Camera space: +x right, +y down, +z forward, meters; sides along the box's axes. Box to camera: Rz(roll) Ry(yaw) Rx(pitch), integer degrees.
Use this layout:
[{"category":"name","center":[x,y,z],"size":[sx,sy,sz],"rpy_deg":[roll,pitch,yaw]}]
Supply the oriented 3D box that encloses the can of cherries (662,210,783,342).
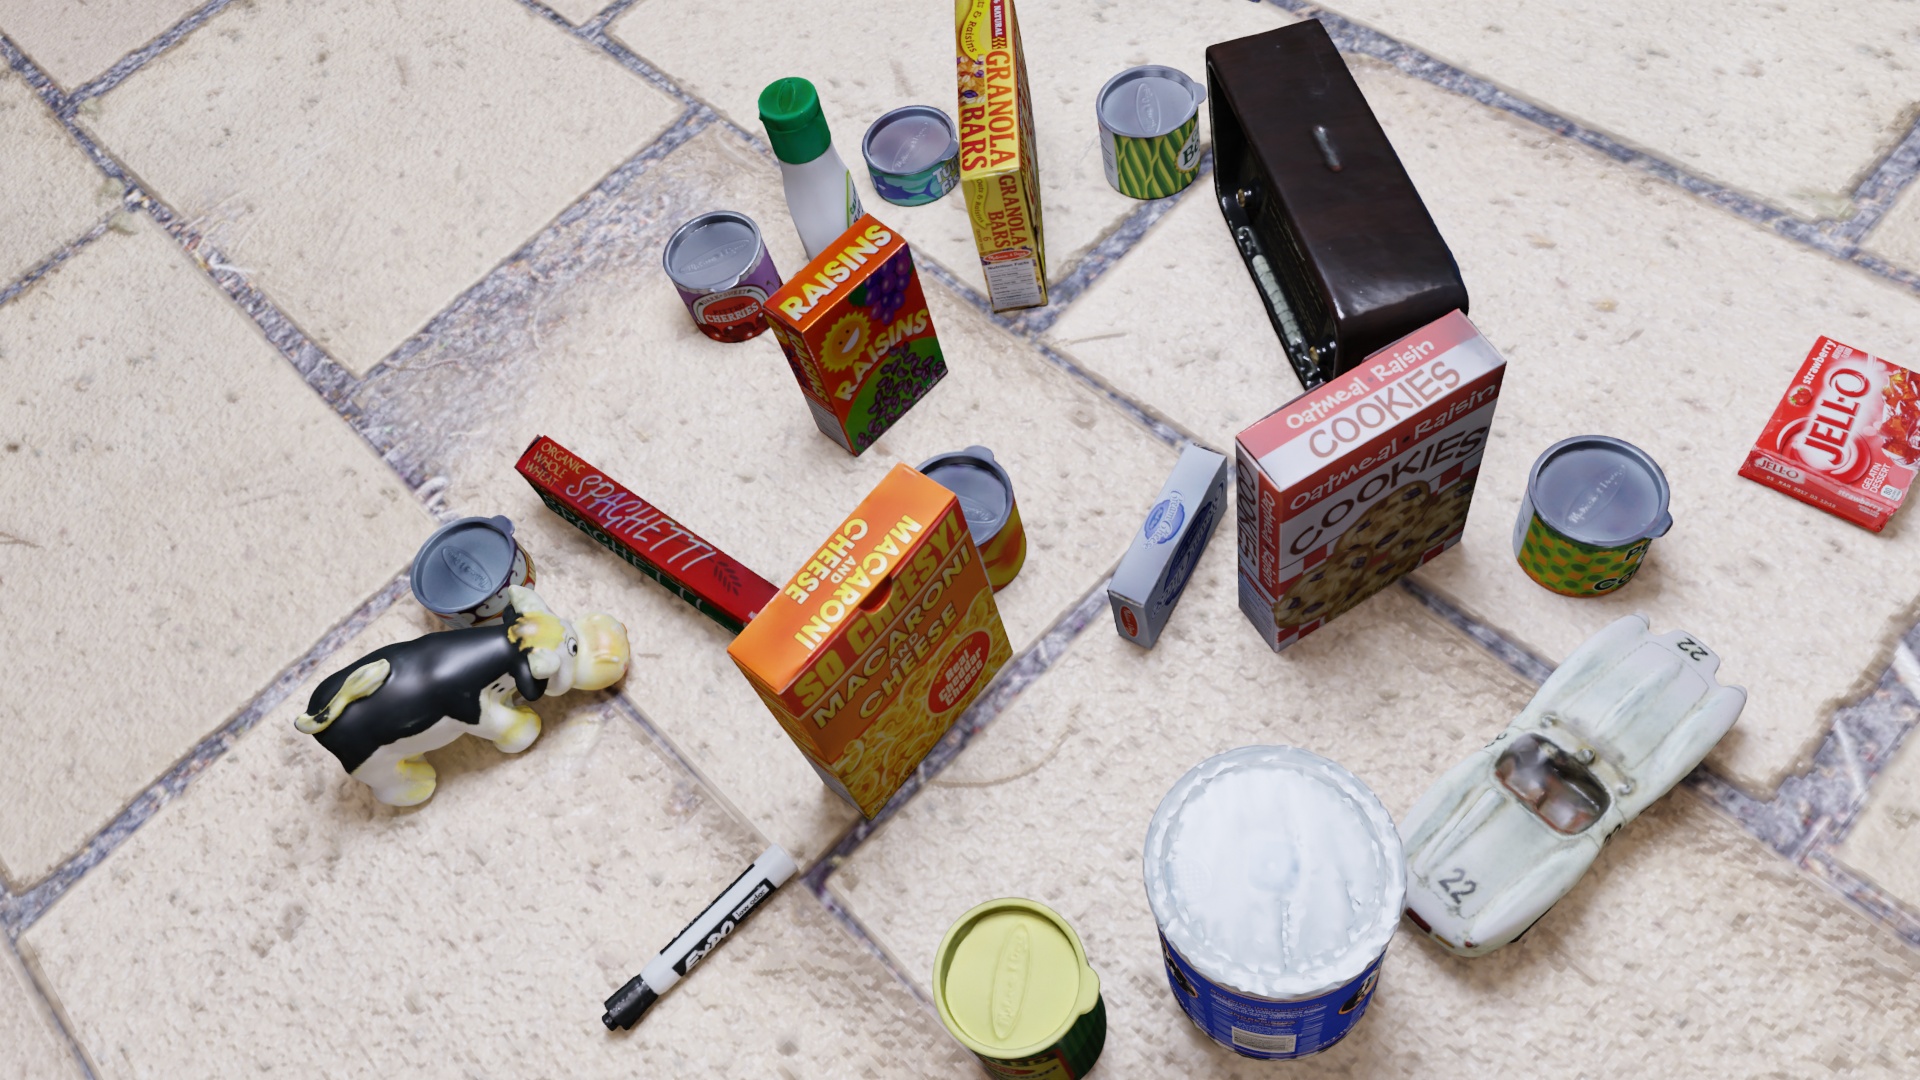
[{"category":"can of cherries","center":[-0.154,-0.171,0.914],"size":[0.071,0.058,0.072],"rpy_deg":[-5,59,9]}]

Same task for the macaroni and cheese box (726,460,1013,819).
[{"category":"macaroni and cheese box","center":[-0.037,0.055,0.691],"size":[0.040,0.165,0.124],"rpy_deg":[33,71,26]}]

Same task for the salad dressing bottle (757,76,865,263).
[{"category":"salad dressing bottle","center":[-0.090,-0.225,0.880],"size":[0.044,0.147,0.064],"rpy_deg":[-5,59,9]}]

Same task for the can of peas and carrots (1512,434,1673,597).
[{"category":"can of peas and carrots","center":[0.327,-0.011,0.718],"size":[0.071,0.058,0.071],"rpy_deg":[-5,59,9]}]

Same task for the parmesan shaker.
[{"category":"parmesan shaker","center":[0.032,0.208,0.624],"size":[0.071,0.102,0.071],"rpy_deg":[-5,59,9]}]

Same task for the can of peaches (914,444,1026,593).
[{"category":"can of peaches","center":[0.003,-0.010,0.786],"size":[0.071,0.057,0.071],"rpy_deg":[-5,59,9]}]

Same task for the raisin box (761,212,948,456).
[{"category":"raisin box","center":[-0.059,-0.120,0.826],"size":[0.086,0.123,0.040],"rpy_deg":[-44,61,-14]}]

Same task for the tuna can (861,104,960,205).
[{"category":"tuna can","center":[-0.030,-0.265,0.959],"size":[0.071,0.032,0.071],"rpy_deg":[-5,59,9]}]

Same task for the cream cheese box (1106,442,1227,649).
[{"category":"cream cheese box","center":[0.114,0.003,0.758],"size":[0.024,0.053,0.104],"rpy_deg":[22,67,23]}]

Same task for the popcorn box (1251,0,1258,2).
[{"category":"popcorn box","center":[0.166,-0.445,0.995],"size":[0.127,0.085,0.038],"rpy_deg":[25,68,24]}]

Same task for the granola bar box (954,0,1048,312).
[{"category":"granola bar box","center":[0.027,-0.249,0.884],"size":[0.039,0.123,0.166],"rpy_deg":[-7,59,8]}]

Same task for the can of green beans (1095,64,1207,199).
[{"category":"can of green beans","center":[0.125,-0.268,0.914],"size":[0.071,0.057,0.071],"rpy_deg":[-5,59,9]}]

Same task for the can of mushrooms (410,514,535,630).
[{"category":"can of mushrooms","center":[-0.293,0.020,0.844],"size":[0.071,0.033,0.071],"rpy_deg":[-5,59,9]}]

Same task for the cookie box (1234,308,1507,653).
[{"category":"cookie box","center":[0.197,-0.024,0.689],"size":[0.123,0.166,0.040],"rpy_deg":[-30,59,-6]}]

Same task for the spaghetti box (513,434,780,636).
[{"category":"spaghetti box","center":[-0.165,0.011,0.813],"size":[0.250,0.050,0.029],"rpy_deg":[30,70,26]}]
